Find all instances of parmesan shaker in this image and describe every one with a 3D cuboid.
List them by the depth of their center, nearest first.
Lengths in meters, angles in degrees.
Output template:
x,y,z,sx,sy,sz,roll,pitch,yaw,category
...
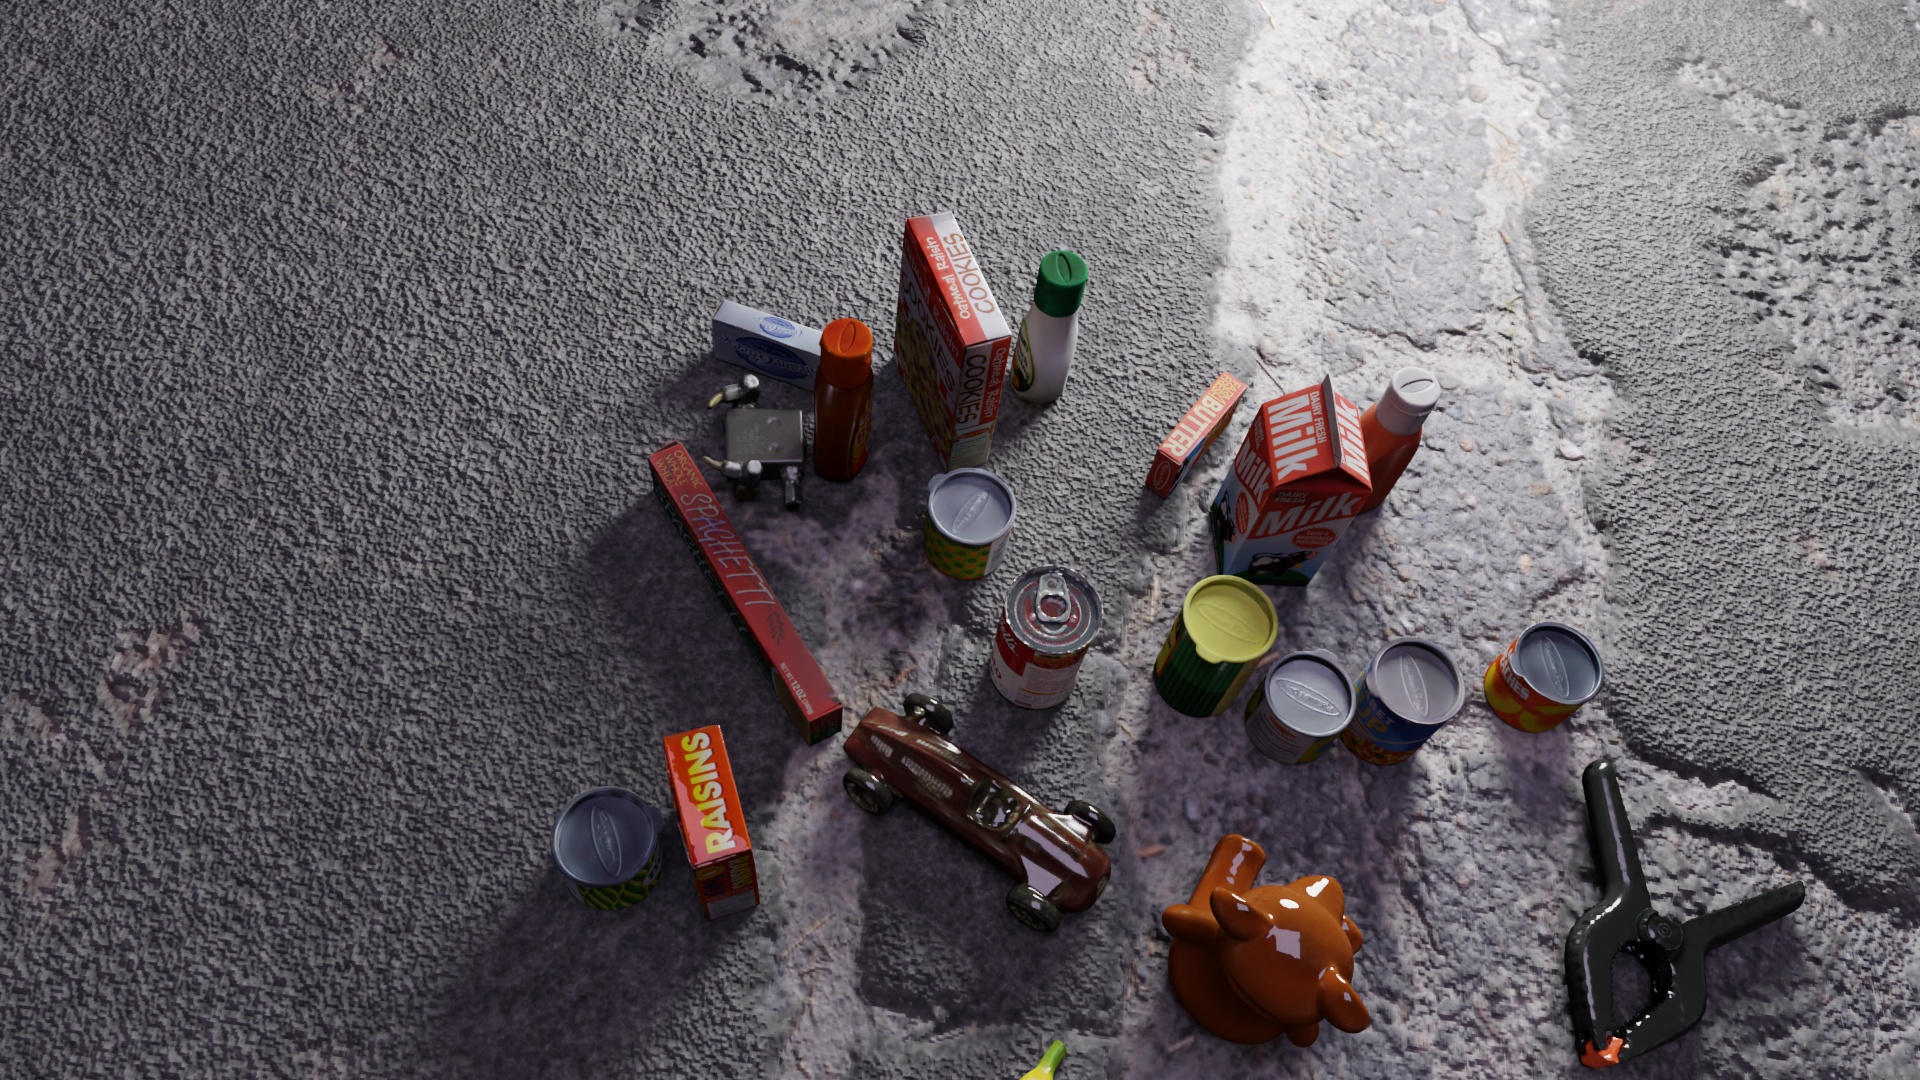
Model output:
x,y,z,sx,sy,sz,roll,pitch,yaw,category
0.178,0.079,0.988,0.071,0.102,0.071,3,60,-5,parmesan shaker

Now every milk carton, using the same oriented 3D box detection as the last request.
x,y,z,sx,sy,sz,roll,pitch,yaw,category
0.243,-0.040,1.014,0.073,0.189,0.072,2,60,-5,milk carton

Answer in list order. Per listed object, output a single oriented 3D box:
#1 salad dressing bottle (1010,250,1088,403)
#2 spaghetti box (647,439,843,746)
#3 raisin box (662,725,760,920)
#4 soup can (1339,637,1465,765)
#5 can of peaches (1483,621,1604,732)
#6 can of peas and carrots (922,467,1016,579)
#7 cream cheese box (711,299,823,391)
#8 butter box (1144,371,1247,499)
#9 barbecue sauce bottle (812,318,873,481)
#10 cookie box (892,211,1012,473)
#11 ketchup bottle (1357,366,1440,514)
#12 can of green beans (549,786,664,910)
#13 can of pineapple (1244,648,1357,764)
x,y,z,sx,sy,sz,roll,pitch,yaw,category
0.070,-0.167,1.092,0.044,0.147,0.064,-5,61,-9,salad dressing bottle
-0.158,0.035,1.007,0.029,0.050,0.251,-27,66,-20,spaghetti box
-0.158,0.180,0.881,0.040,0.122,0.086,-13,63,-13,raisin box
0.310,0.116,0.993,0.071,0.083,0.071,3,60,-5,soup can
0.429,0.102,1.029,0.071,0.057,0.071,3,60,-5,can of peaches
0.004,-0.013,1.047,0.071,0.058,0.071,3,60,-5,can of peas and carrots
-0.147,-0.154,1.115,0.104,0.053,0.024,19,60,5,cream cheese box
0.188,-0.085,1.113,0.024,0.053,0.104,35,63,14,butter box
-0.087,-0.107,1.040,0.044,0.147,0.065,14,60,2,barbecue sauce bottle
-0.010,-0.148,1.061,0.040,0.166,0.123,-17,64,-15,cookie box
0.324,-0.075,1.067,0.065,0.148,0.044,-17,64,-15,ketchup bottle
-0.227,0.200,0.899,0.071,0.057,0.071,3,60,-5,can of green beans
0.245,0.120,0.998,0.071,0.057,0.071,3,60,-5,can of pineapple
